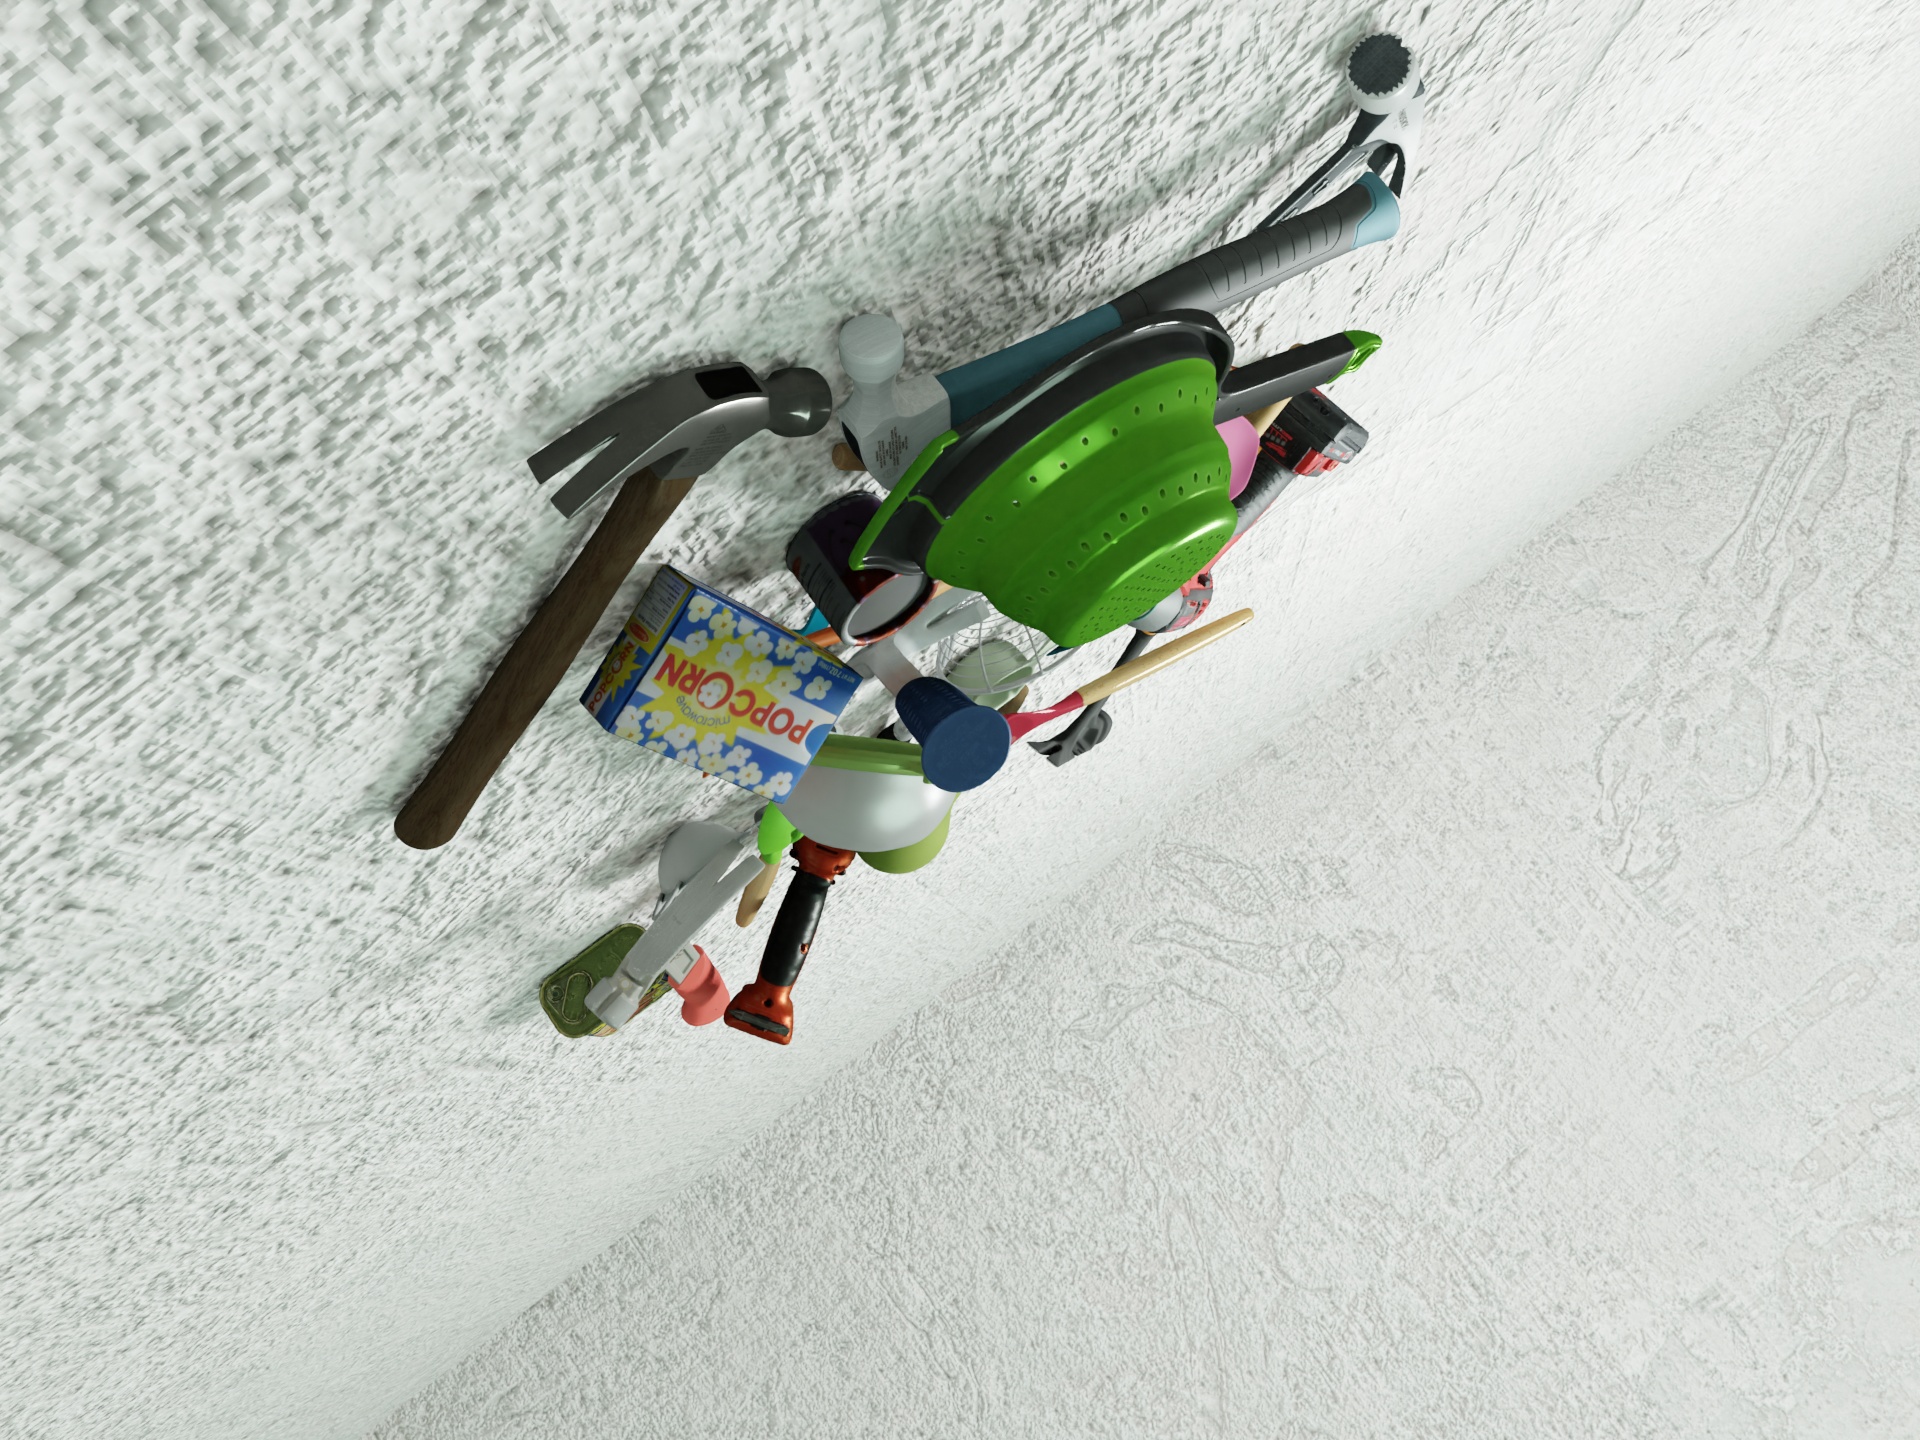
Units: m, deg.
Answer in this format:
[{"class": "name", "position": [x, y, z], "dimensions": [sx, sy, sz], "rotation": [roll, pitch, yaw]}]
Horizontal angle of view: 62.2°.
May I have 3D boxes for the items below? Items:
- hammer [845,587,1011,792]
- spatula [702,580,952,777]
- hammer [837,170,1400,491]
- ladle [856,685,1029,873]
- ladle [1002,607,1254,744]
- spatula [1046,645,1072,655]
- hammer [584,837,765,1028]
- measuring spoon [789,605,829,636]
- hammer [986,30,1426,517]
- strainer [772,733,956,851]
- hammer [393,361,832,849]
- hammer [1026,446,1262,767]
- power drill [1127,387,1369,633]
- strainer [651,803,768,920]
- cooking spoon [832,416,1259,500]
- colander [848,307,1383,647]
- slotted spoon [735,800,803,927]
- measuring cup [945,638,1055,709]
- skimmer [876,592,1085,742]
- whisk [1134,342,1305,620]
[{"class": "hammer", "position": [-0.021, -0.020, 0.887], "dimensions": [0.144, 0.035, 0.406], "rotation": [-34, -168, -2]}, {"class": "spatula", "position": [-0.023, -0.067, 0.940], "dimensions": [0.322, 0.041, 0.081], "rotation": [-31, -174, -9]}, {"class": "hammer", "position": [0.088, -0.204, 0.803], "dimensions": [0.331, 0.033, 0.128], "rotation": [-27, 152, -16]}, {"class": "ladle", "position": [-0.003, 0.032, 1.319], "dimensions": [0.078, 0.062, 0.320], "rotation": [-52, -179, 32]}, {"class": "ladle", "position": [0.116, -0.027, 1.277], "dimensions": [0.315, 0.031, 0.069], "rotation": [-26, 157, -24]}, {"class": "spatula", "position": [0.137, -0.135, 1.293], "dimensions": [0.082, 0.044, 0.317], "rotation": [-33, 161, -22]}, {"class": "hammer", "position": [-0.203, 0.189, 1.235], "dimensions": [0.149, 0.037, 0.359], "rotation": [-48, 172, -14]}, {"class": "measuring spoon", "position": [-0.084, -0.074, 0.955], "dimensions": [0.042, 0.021, 0.128], "rotation": [2, 132, -47]}, {"class": "hammer", "position": [0.101, -0.213, 0.920], "dimensions": [0.409, 0.036, 0.149], "rotation": [-41, 166, 16]}, {"class": "strainer", "position": [-0.053, 0.048, 1.063], "dimensions": [0.256, 0.151, 0.069], "rotation": [4, 93, -74]}, {"class": "hammer", "position": [-0.191, -0.041, 0.748], "dimensions": [0.331, 0.031, 0.130], "rotation": [-46, 164, 33]}, {"class": "hammer", "position": [0.172, -0.101, 1.327], "dimensions": [0.336, 0.034, 0.127], "rotation": [-57, 165, 24]}, {"class": "power drill", "position": [0.197, -0.156, 1.191], "dimensions": [0.219, 0.079, 0.143], "rotation": [-51, 165, 20]}, {"class": "strainer", "position": [-0.155, 0.077, 1.211], "dimensions": [0.087, 0.050, 0.258], "rotation": [-34, 178, 40]}, {"class": "cooking spoon", "position": [0.061, -0.149, 0.906], "dimensions": [0.318, 0.017, 0.068], "rotation": [-7, 121, -39]}, {"class": "colander", "position": [0.127, -0.130, 0.843], "dimensions": [0.397, 0.094, 0.204], "rotation": [-26, 167, -38]}, {"class": "slotted spoon", "position": [-0.144, 0.108, 1.197], "dimensions": [0.070, 0.031, 0.313], "rotation": [-52, 177, -27]}, {"class": "measuring cup", "position": [0.050, -0.063, 1.276], "dimensions": [0.167, 0.038, 0.083], "rotation": [-45, 165, 19]}, {"class": "skimmer", "position": [-0.002, -0.004, 1.213], "dimensions": [0.127, 0.090, 0.363], "rotation": [-53, 179, -33]}, {"class": "whisk", "position": [0.160, -0.153, 1.071], "dimensions": [0.047, 0.051, 0.245], "rotation": [-14, 150, -46]}]
